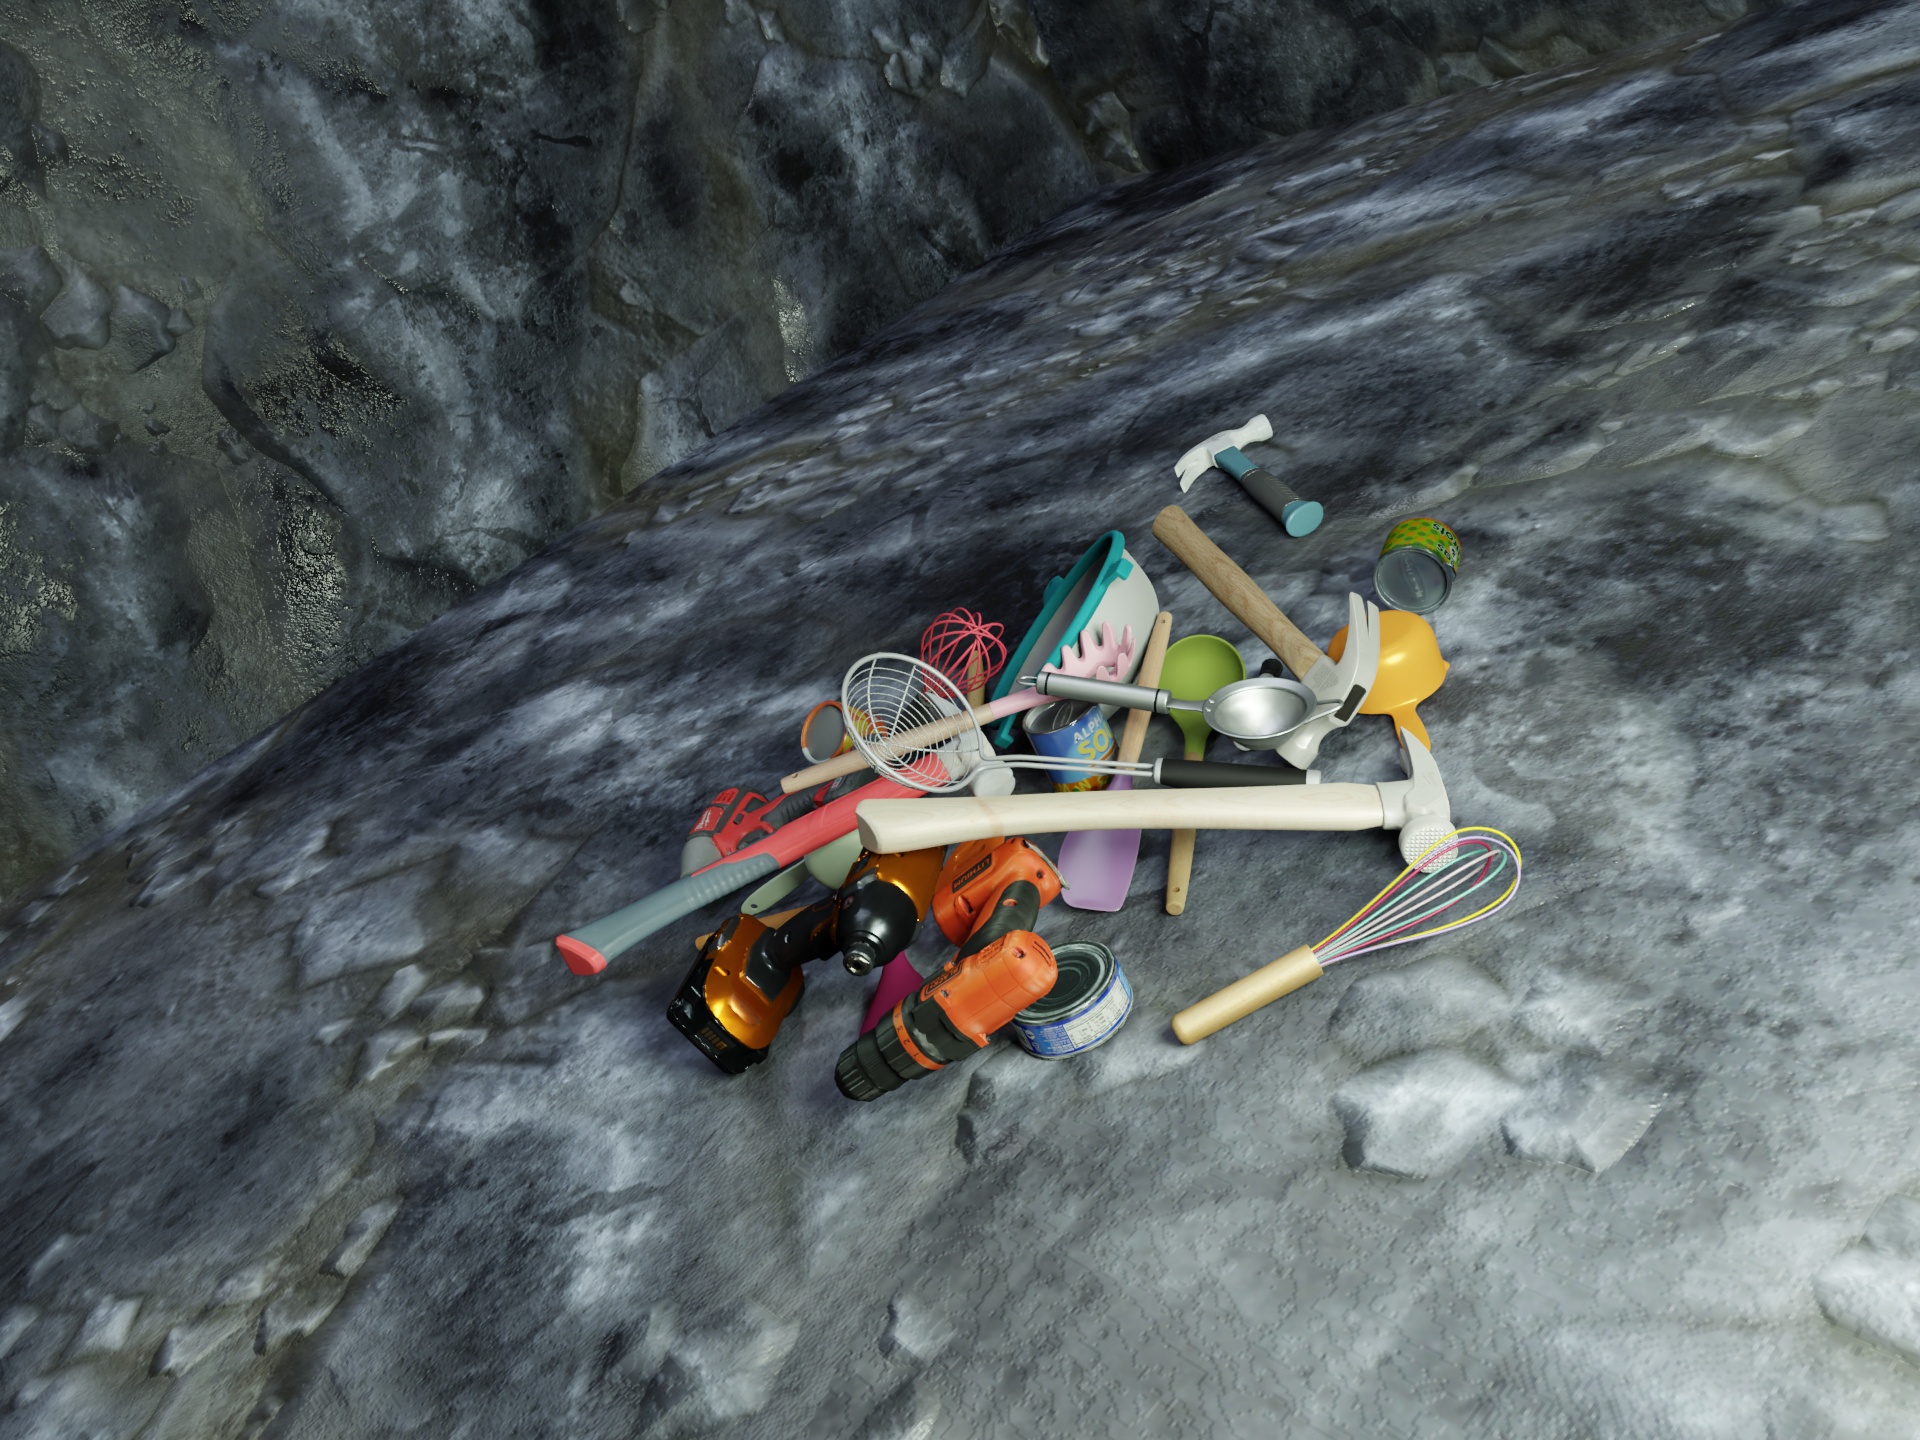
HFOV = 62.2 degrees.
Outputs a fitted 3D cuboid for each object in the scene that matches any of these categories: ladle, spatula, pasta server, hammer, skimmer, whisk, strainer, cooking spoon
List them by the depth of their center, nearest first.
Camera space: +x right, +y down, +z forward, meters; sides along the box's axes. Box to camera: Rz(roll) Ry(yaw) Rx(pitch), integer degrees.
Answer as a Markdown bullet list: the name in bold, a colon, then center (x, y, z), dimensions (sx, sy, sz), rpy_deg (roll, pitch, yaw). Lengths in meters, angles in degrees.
- **whisk**: center (0.242, 0.137, 1.010), dimensions (0.245, 0.047, 0.051), rpy_deg (-29, 25, 4)
- **hammer**: center (0.131, 0.059, 1.133), dimensions (0.410, 0.038, 0.146), rpy_deg (-2, 28, 7)
- **skimmer**: center (0.090, 0.013, 1.211), dimensions (0.363, 0.090, 0.127), rpy_deg (5, 42, 14)
- **strainer**: center (0.165, -0.013, 1.233), dimensions (0.258, 0.050, 0.087), rpy_deg (10, 36, 20)
- **cooking spoon**: center (-0.054, 0.158, 1.246), dimensions (0.069, 0.017, 0.319), rpy_deg (-22, 35, 11)
- **ladle**: center (0.182, 0.036, 1.262), dimensions (0.078, 0.062, 0.320), rpy_deg (-1, 34, 14)
- **spatula**: center (0.135, 0.024, 1.285), dimensions (0.060, 0.018, 0.316), rpy_deg (7, 49, 17)
- **pasta server**: center (-0.002, -0.004, 1.312), dimensions (0.316, 0.040, 0.060), rpy_deg (-20, 34, 3)
- **hammer**: center (-0.153, 0.097, 1.315), dimensions (0.386, 0.038, 0.143), rpy_deg (-26, 38, -12)
- **hammer**: center (0.243, -0.099, 1.331), dimensions (0.130, 0.031, 0.332), rpy_deg (-54, 34, 17)
- **spatula**: center (-0.095, 0.148, 1.337), dimensions (0.322, 0.041, 0.081), rpy_deg (-17, 37, 24)
- **whisk**: center (-0.023, -0.030, 1.464), dimensions (0.073, 0.073, 0.295), rpy_deg (-39, -5, -25)
- **strainer**: center (0.120, -0.076, 1.498), dimensions (0.211, 0.095, 0.340), rpy_deg (-56, 6, 14)
- **ladle**: center (0.015, -0.016, 1.548), dimensions (0.031, 0.069, 0.316), rpy_deg (-23, 18, 9)
- **hammer**: center (0.325, -0.264, 1.742), dimensions (0.128, 0.033, 0.331), rpy_deg (-25, 24, 3)

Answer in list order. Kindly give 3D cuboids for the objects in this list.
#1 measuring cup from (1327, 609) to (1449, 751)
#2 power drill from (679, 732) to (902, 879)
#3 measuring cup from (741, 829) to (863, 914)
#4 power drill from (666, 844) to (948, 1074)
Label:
- **measuring cup**: center (0.335, -0.031, 1.233), dimensions (0.095, 0.052, 0.174), rpy_deg (-18, 24, 13)
- **power drill**: center (-0.161, 0.098, 1.469), dimensions (0.219, 0.078, 0.143), rpy_deg (-18, 24, 27)
- **measuring cup**: center (-0.132, 0.137, 1.384), dimensions (0.167, 0.083, 0.038), rpy_deg (-35, 29, 22)
- **power drill**: center (-0.113, 0.171, 1.183), dimensions (0.226, 0.084, 0.164), rpy_deg (-36, 15, 26)
